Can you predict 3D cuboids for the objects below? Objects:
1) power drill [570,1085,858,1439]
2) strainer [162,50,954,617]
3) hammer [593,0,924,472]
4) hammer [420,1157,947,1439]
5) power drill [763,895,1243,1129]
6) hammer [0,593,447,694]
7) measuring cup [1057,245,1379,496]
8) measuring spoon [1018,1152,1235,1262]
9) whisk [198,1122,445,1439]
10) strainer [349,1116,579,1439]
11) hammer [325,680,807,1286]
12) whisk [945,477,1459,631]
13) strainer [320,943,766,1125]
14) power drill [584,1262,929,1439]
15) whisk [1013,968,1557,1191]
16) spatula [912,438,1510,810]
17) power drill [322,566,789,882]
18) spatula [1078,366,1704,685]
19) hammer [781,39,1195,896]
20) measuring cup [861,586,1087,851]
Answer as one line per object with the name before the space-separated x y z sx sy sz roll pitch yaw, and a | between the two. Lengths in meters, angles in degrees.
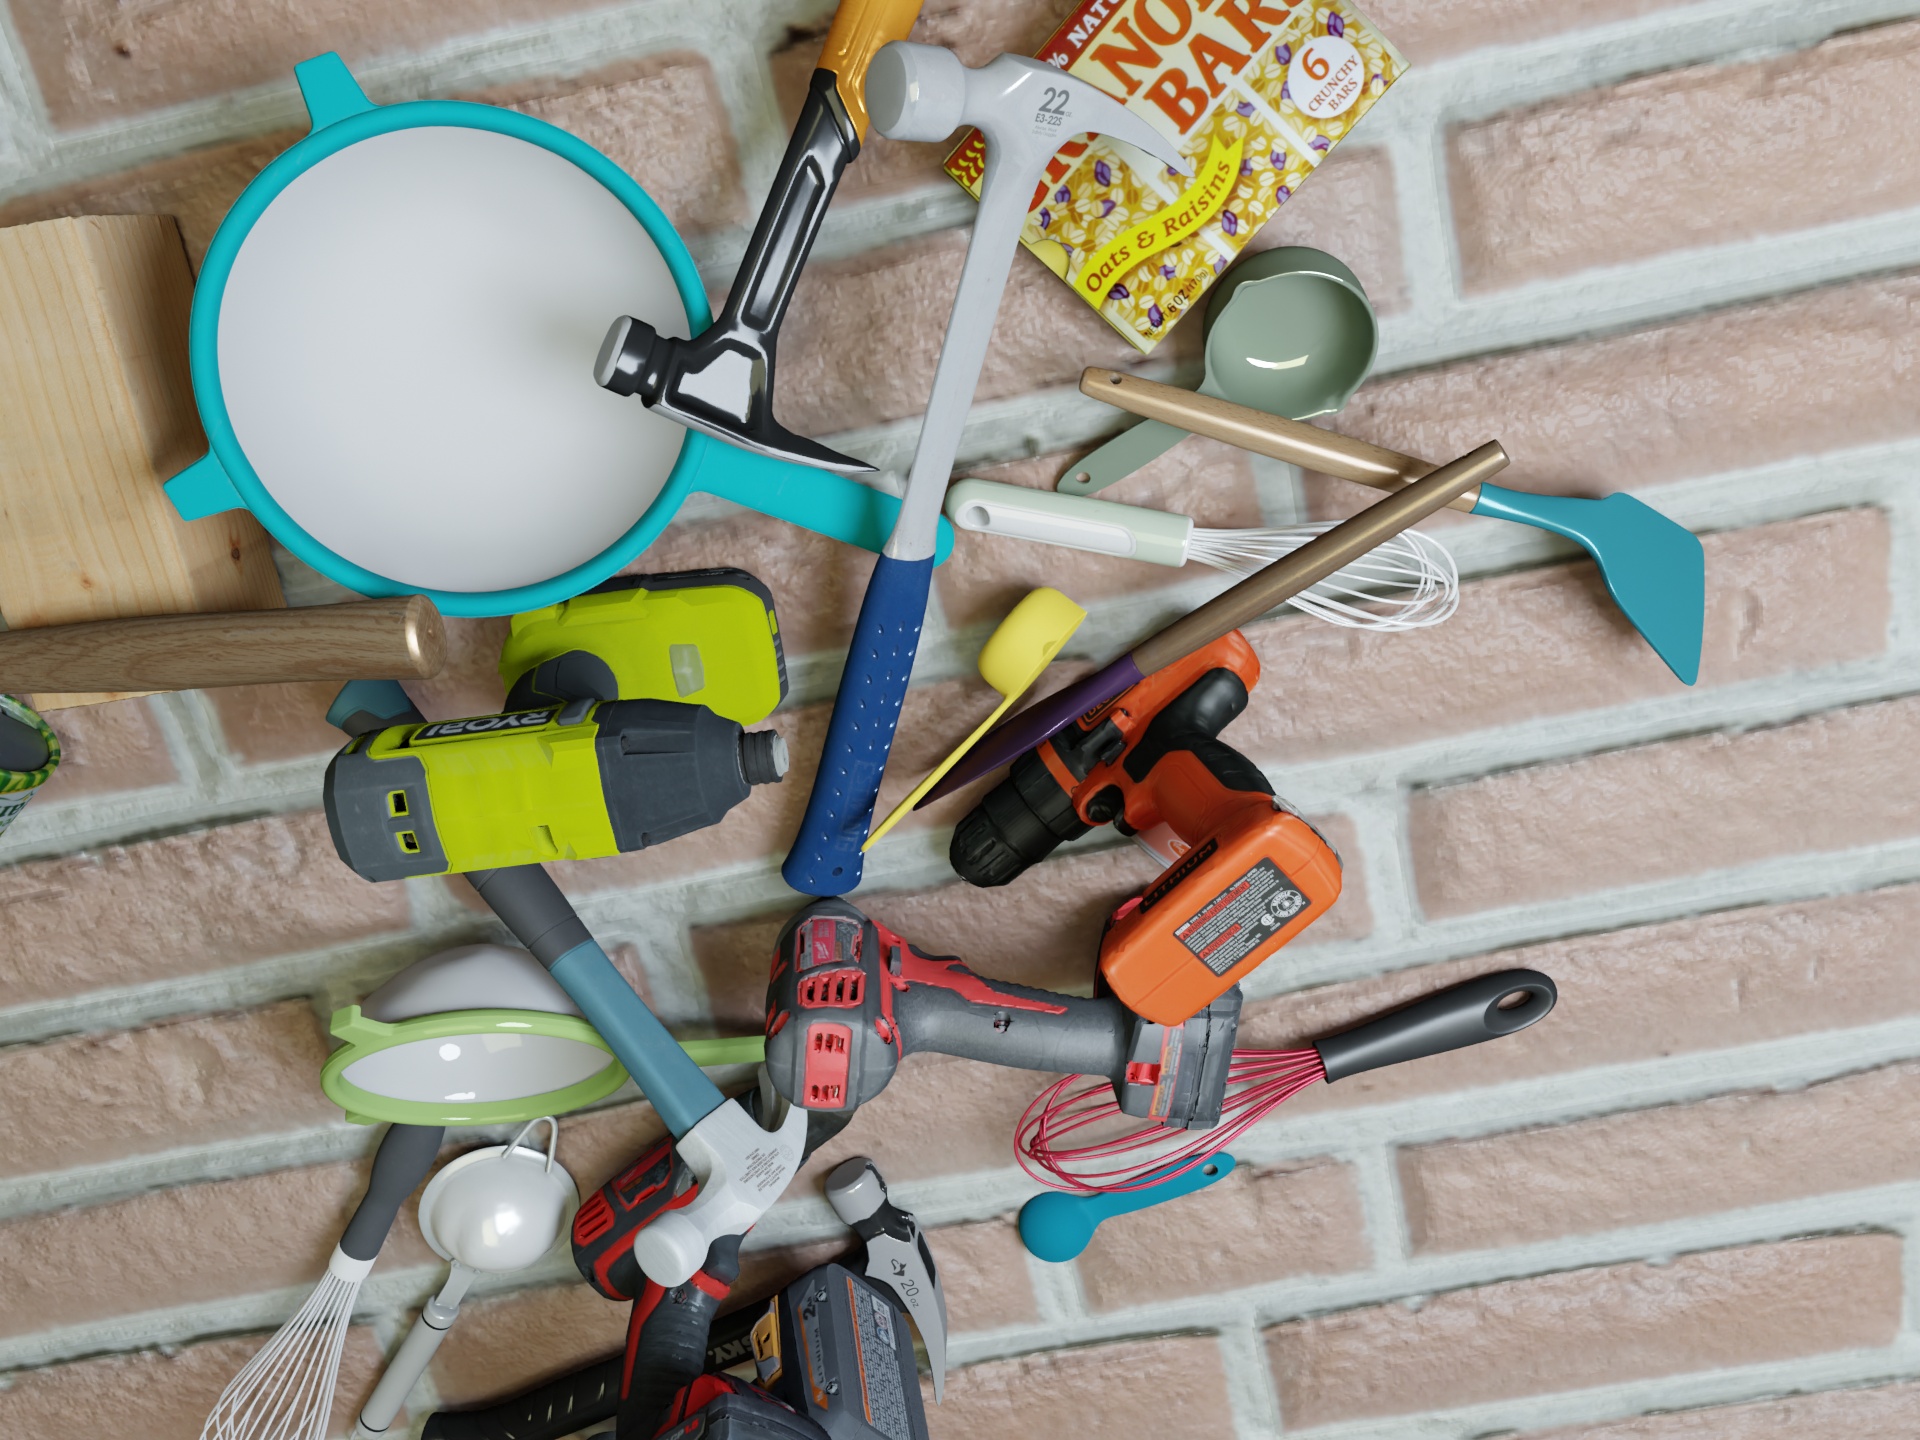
power drill | -0.114 0.283 0.783 0.188 0.227 0.080 -39 122 15
strainer | -0.164 -0.140 0.727 0.340 0.095 0.211 18 99 -26
hammer | -0.036 -0.274 0.669 0.127 0.034 0.337 19 97 -27
hammer | -0.164 0.373 0.911 0.335 0.035 0.146 -25 105 9
power drill | 0.015 0.133 0.780 0.219 0.143 0.078 4 112 -6
hammer | -0.378 -0.029 0.686 0.331 0.031 0.130 -3 109 13
measuring cup | 0.112 -0.156 0.735 0.167 0.038 0.083 -30 126 29
measuring spoon | 0.092 0.268 0.876 0.128 0.021 0.042 -24 106 10
whisk | -0.355 0.327 0.895 0.070 0.070 0.284 27 101 -7
strainer | -0.290 0.331 0.901 0.086 0.050 0.258 25 111 -21
hammer | -0.195 0.102 0.758 0.331 0.128 0.033 49 125 10
whisk | 0.114 -0.082 0.751 0.246 0.059 0.057 10 136 2
strainer | -0.194 0.152 0.825 0.256 0.069 0.151 -1 149 -18
power drill | -0.122 0.409 0.808 0.226 0.185 0.084 -40 116 10
whisk | 0.170 0.184 0.832 0.296 0.073 0.073 -18 107 1
spatula | 0.104 -0.039 0.730 0.316 0.060 0.018 -31 104 24
power drill | -0.149 -0.002 0.690 0.171 0.223 0.080 -7 108 4
spatula | 0.203 -0.102 0.722 0.317 0.044 0.082 17 66 -4
hammer | -0.015 -0.085 0.708 0.144 0.035 0.405 -8 130 -34
measuring cup | -0.001 -0.002 0.759 0.029 0.062 0.156 43 87 4
